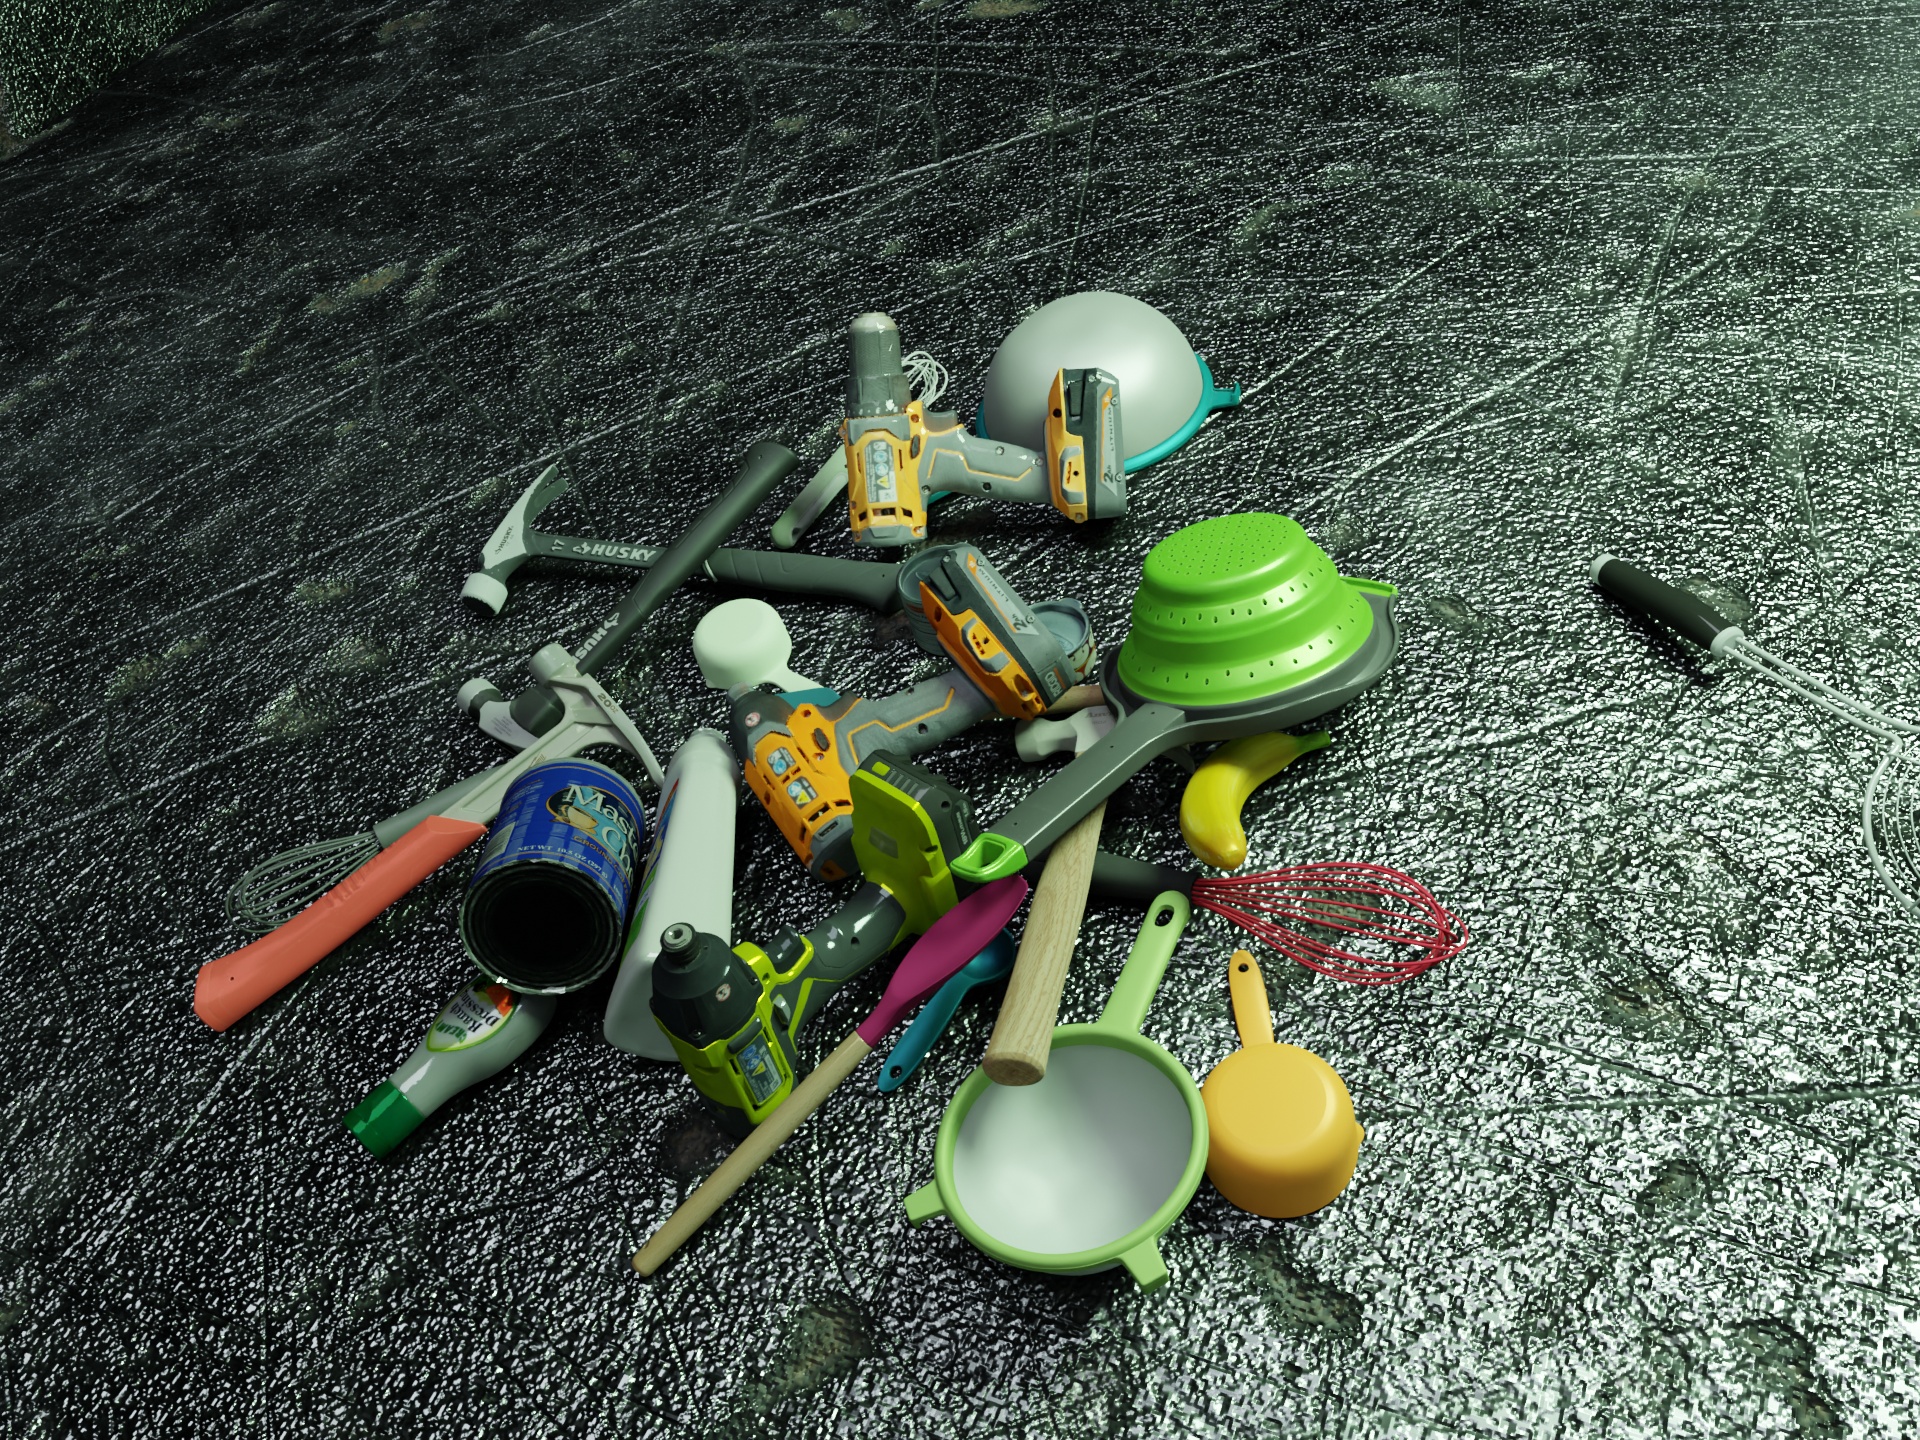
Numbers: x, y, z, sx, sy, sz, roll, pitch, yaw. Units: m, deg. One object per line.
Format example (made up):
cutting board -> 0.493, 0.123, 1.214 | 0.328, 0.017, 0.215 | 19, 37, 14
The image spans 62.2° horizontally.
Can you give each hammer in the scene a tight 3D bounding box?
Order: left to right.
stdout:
hammer -> -0.389, 0.105, 1.155 | 0.359, 0.036, 0.149 | -39, 79, -11
hammer -> -0.249, -0.099, 1.284 | 0.146, 0.035, 0.335 | 32, 74, 35
hammer -> -0.225, -0.137, 1.345 | 0.409, 0.036, 0.149 | 8, 62, 21
hammer -> 0.069, 0.094, 0.989 | 0.130, 0.031, 0.331 | -9, 33, 22

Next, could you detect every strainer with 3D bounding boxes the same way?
strainer -> 0.054, -0.274, 1.356 | 0.340, 0.095, 0.211 | -30, 46, -14
strainer -> 0.087, 0.211, 0.906 | 0.151, 0.069, 0.256 | 6, 45, 28

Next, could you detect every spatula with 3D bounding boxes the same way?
spatula -> -0.002, -0.004, 1.164 | 0.317, 0.044, 0.082 | -5, 59, 5

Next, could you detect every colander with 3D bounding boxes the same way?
colander -> 0.129, -0.036, 1.030 | 0.397, 0.094, 0.205 | -36, 32, -32

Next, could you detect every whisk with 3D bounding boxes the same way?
whisk -> -0.435, 0.092, 1.199 | 0.239, 0.055, 0.055 | -27, 45, -15
whisk -> -0.091, -0.240, 1.406 | 0.059, 0.057, 0.246 | 24, 63, 24
whisk -> 0.164, 0.109, 0.986 | 0.296, 0.073, 0.073 | 8, 50, 31

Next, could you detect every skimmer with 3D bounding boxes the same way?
skimmer -> 0.526, 0.000, 0.995 | 0.127, 0.090, 0.364 | -29, 36, -6

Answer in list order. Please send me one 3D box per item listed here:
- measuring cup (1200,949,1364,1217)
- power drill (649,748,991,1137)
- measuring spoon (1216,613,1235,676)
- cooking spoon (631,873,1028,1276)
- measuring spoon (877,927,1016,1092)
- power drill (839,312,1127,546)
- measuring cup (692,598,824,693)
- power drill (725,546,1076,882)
measuring cup -> 0.171, 0.191, 0.905 | 0.095, 0.052, 0.174 | -11, 47, 7
power drill -> -0.086, 0.127, 0.968 | 0.080, 0.171, 0.223 | 27, 57, 34
measuring spoon -> 0.196, -0.038, 1.149 | 0.021, 0.011, 0.117 | -7, 49, 12
cooking spoon -> -0.075, 0.207, 0.938 | 0.319, 0.017, 0.069 | -45, 20, -5
measuring spoon -> -0.009, 0.184, 0.999 | 0.042, 0.021, 0.129 | 26, 68, 34
power drill -> 0.015, -0.238, 1.271 | 0.226, 0.185, 0.084 | -4, 10, 6
measuring cup -> -0.146, -0.047, 1.241 | 0.083, 0.038, 0.168 | -42, 48, -22
power drill -> -0.052, -0.016, 1.105 | 0.226, 0.084, 0.164 | -38, 63, -2
